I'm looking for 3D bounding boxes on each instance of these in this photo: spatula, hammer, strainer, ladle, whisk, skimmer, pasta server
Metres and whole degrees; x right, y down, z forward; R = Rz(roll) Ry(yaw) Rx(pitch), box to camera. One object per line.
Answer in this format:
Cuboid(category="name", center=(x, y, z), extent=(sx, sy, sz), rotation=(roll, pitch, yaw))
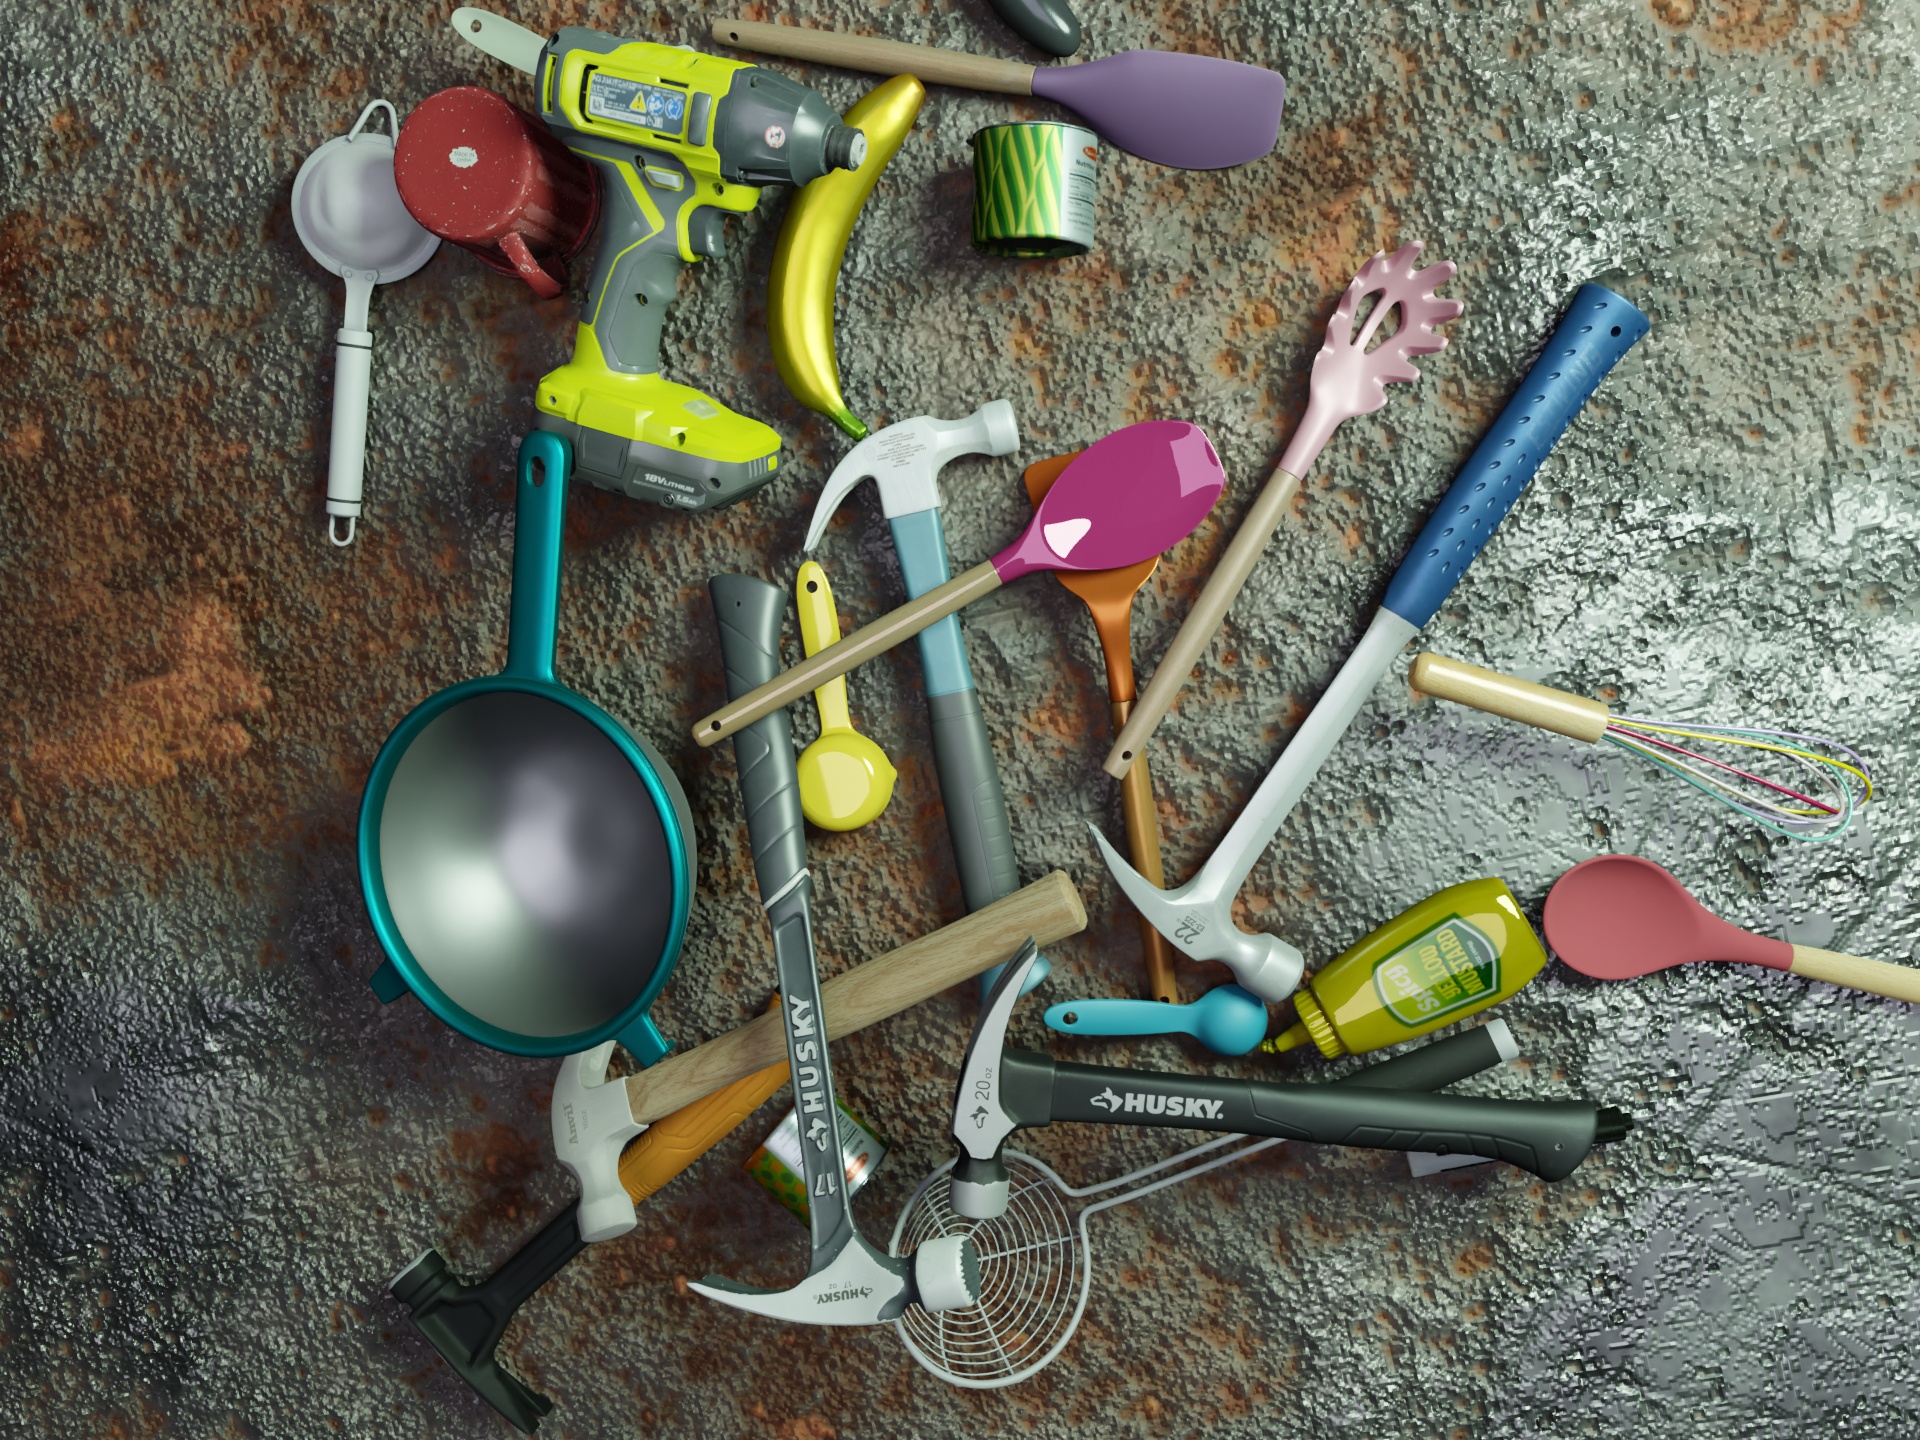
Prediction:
Cuboid(category="spatula", center=(0.015, -0.346, 0.857), extent=(0.316, 0.018, 0.059), rotation=(14, 132, 9))
Cuboid(category="hammer", center=(-0.189, 0.279, 0.949), extent=(0.337, 0.034, 0.127), rotation=(-44, 87, 10))
Cuboid(category="hammer", center=(-0.001, -0.003, 0.888), extent=(0.128, 0.033, 0.331), rotation=(-12, 95, 3))
Cuboid(category="strainer", center=(-0.349, -0.229, 0.921), extent=(0.087, 0.050, 0.258), rotation=(7, 100, -6))
Cuboid(category="ladle", center=(0.463, 0.130, 0.837), extent=(0.315, 0.031, 0.069), rotation=(13, 100, 6))
Cuboid(category="whisk", center=(-0.042, -0.454, 0.843), extent=(0.284, 0.070, 0.070), rotation=(44, 100, -2))
Cuboid(category="hammer", center=(-0.084, 0.164, 0.881), extent=(0.331, 0.031, 0.130), rotation=(-27, 62, 11))
Cuboid(category="hammer", center=(0.221, -0.048, 0.840), extent=(0.144, 0.035, 0.405), rotation=(31, 98, -11))
Cuboid(category="whisk", center=(0.349, 0.011, 0.821), extent=(0.245, 0.047, 0.051), rotation=(16, 88, -1))
Cuboid(category="strainer", center=(-0.221, 0.012, 0.889), extent=(0.211, 0.095, 0.340), rotation=(8, 99, 19))
Cuboid(category="spatula", center=(0.095, 0.011, 0.885), extent=(0.081, 0.041, 0.322), rotation=(-7, 99, 9))
Cuboid(category="hammer", center=(-0.095, 0.112, 0.855), extent=(0.149, 0.036, 0.409), rotation=(-14, 75, 13))
Cuboid(category="skimmer", center=(0.133, 0.250, 0.867), extent=(0.363, 0.090, 0.127), rotation=(-25, 91, 10))
Cuboid(category="pasta server", center=(0.161, -0.106, 0.839), extent=(0.060, 0.040, 0.316), rotation=(30, 93, -10))
Cuboid(category="hammer", center=(0.165, 0.198, 0.831), extent=(0.334, 0.035, 0.146), rotation=(5, 98, -2))

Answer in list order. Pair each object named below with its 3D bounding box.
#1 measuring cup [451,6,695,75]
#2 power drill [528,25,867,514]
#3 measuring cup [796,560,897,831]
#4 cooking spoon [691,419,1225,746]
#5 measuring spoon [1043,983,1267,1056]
Cuboid(category="measuring cup", center=(-0.203, -0.350, 0.882), extent=(0.167, 0.038, 0.083), rotation=(28, 97, 4))
Cuboid(category="power drill", center=(-0.145, -0.231, 0.836), extent=(0.171, 0.080, 0.223), rotation=(17, 113, 13))
Cuboid(category="measuring cup", center=(-0.077, -0.013, 0.903), extent=(0.062, 0.029, 0.156), rotation=(-8, 95, 10))
Cuboid(category="cooking spoon", center=(-0.004, -0.068, 0.855), extent=(0.319, 0.017, 0.069), rotation=(-29, 94, 1))
Cuboid(category="measuring spoon", center=(0.110, 0.168, 0.879), extent=(0.128, 0.021, 0.042), rotation=(2, 101, -9))
